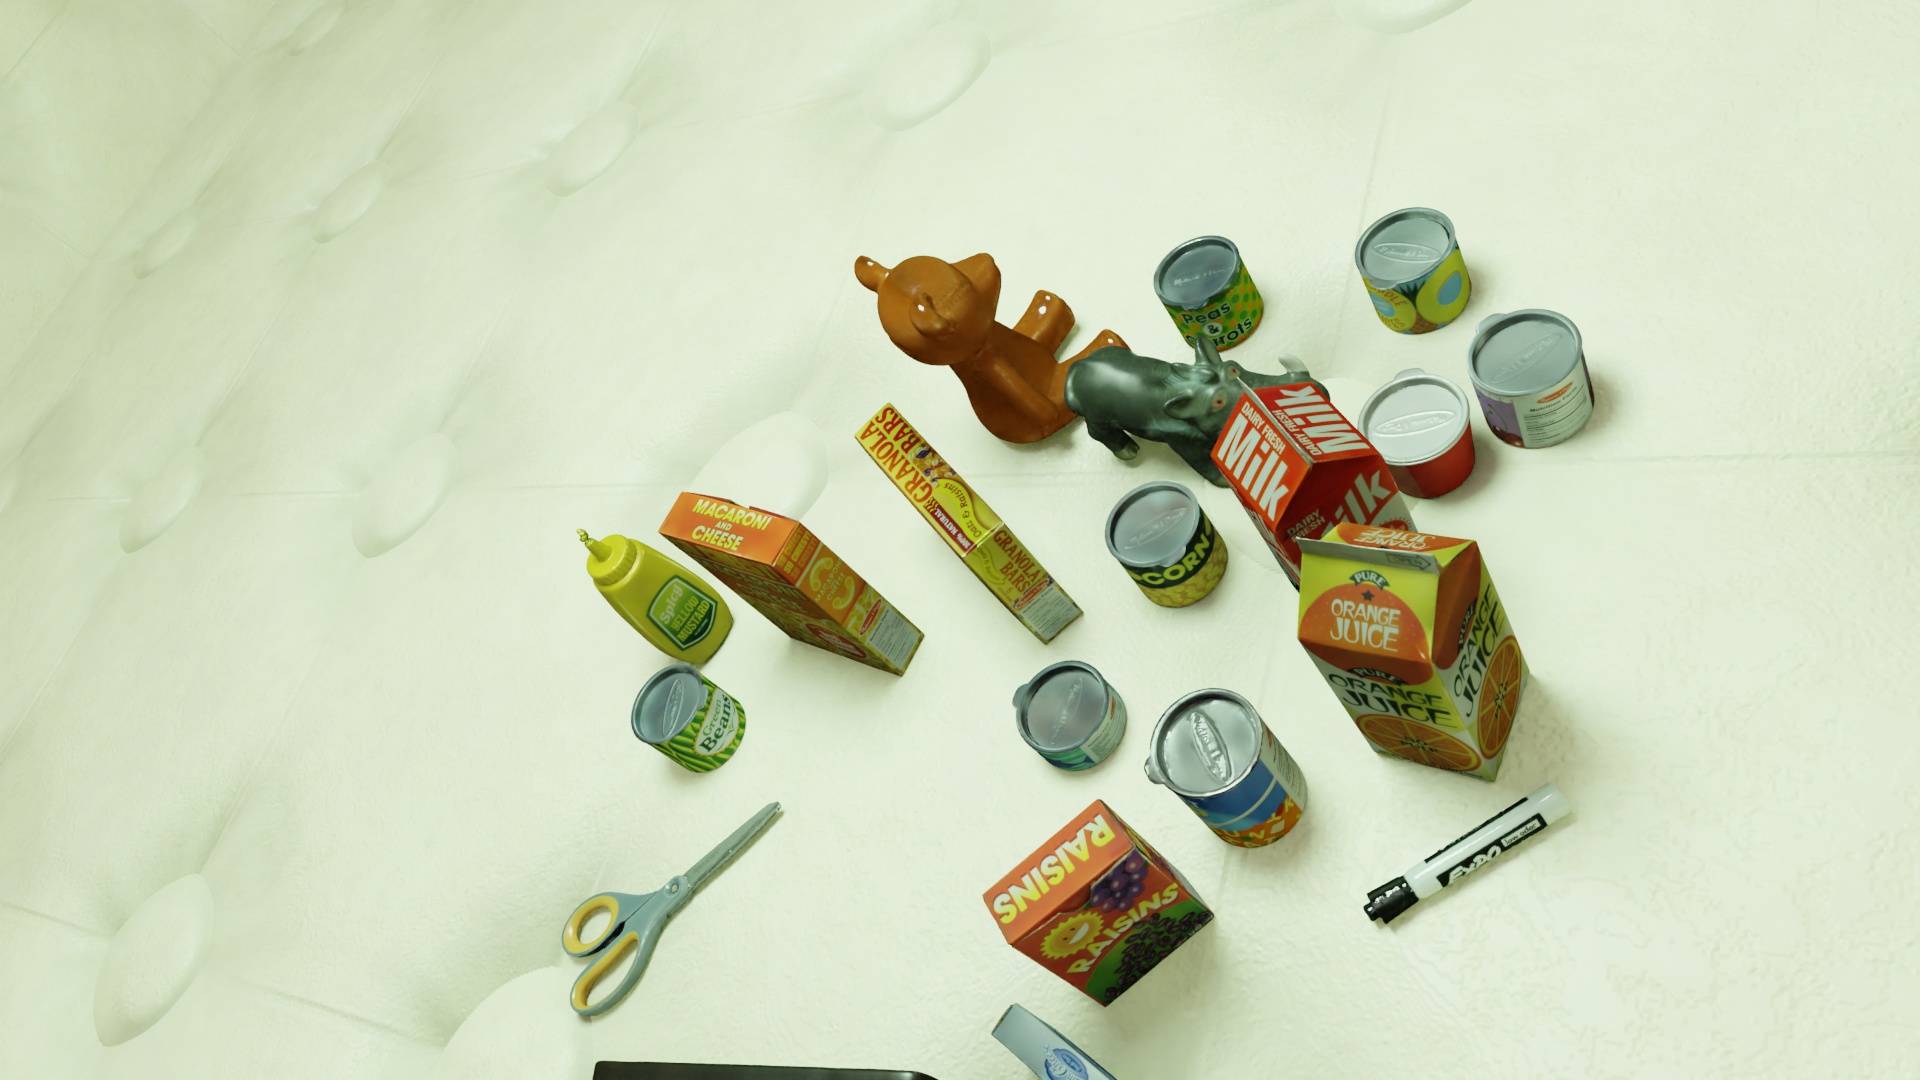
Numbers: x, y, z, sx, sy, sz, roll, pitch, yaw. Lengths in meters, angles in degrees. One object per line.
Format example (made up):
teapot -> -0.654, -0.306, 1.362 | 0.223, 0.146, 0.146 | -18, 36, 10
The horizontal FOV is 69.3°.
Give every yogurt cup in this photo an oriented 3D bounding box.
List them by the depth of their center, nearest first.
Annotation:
yogurt cup -> 0.290, -0.063, 0.874 | 0.072, 0.053, 0.073 | -17, 51, 23

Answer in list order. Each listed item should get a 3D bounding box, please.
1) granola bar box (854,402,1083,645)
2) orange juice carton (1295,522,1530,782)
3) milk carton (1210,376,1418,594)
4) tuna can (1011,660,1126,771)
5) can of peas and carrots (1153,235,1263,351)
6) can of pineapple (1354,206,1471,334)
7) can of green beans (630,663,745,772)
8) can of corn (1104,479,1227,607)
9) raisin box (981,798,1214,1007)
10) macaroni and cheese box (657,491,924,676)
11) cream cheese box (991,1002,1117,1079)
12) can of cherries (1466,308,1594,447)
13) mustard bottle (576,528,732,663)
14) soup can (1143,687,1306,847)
granola bar box -> 0.003, -0.012, 0.977 | 0.039, 0.124, 0.166 | -43, 46, 1
orange juice carton -> 0.237, 0.051, 0.730 | 0.072, 0.192, 0.073 | 10, 66, 38
milk carton -> 0.208, -0.020, 0.802 | 0.073, 0.190, 0.072 | -37, 46, 6
tuna can -> 0.070, 0.114, 0.906 | 0.071, 0.032, 0.071 | -17, 51, 23
can of peas and carrots -> 0.184, -0.179, 1.024 | 0.071, 0.058, 0.071 | -17, 51, 23
can of pineapple -> 0.307, -0.182, 0.945 | 0.071, 0.057, 0.071 | -17, 51, 23
can of green beans -> -0.206, 0.136, 1.054 | 0.071, 0.057, 0.071 | -17, 51, 23
can of corn -> 0.138, 0.005, 0.922 | 0.071, 0.058, 0.071 | -17, 51, 23
raisin box -> 0.079, 0.204, 0.772 | 0.086, 0.123, 0.040 | -40, 46, 3
macaroni and cheese box -> -0.119, 0.031, 0.997 | 0.124, 0.166, 0.040 | 14, 68, 39
cream cheese box -> 0.069, 0.298, 0.760 | 0.104, 0.053, 0.024 | 28, 77, 43
can of cherries -> 0.351, -0.101, 0.858 | 0.071, 0.058, 0.072 | -17, 51, 23
mustard bottle -> -0.244, 0.037, 1.079 | 0.049, 0.160, 0.065 | 20, 72, 41
soup can -> 0.153, 0.134, 0.802 | 0.071, 0.083, 0.072 | -17, 51, 23
